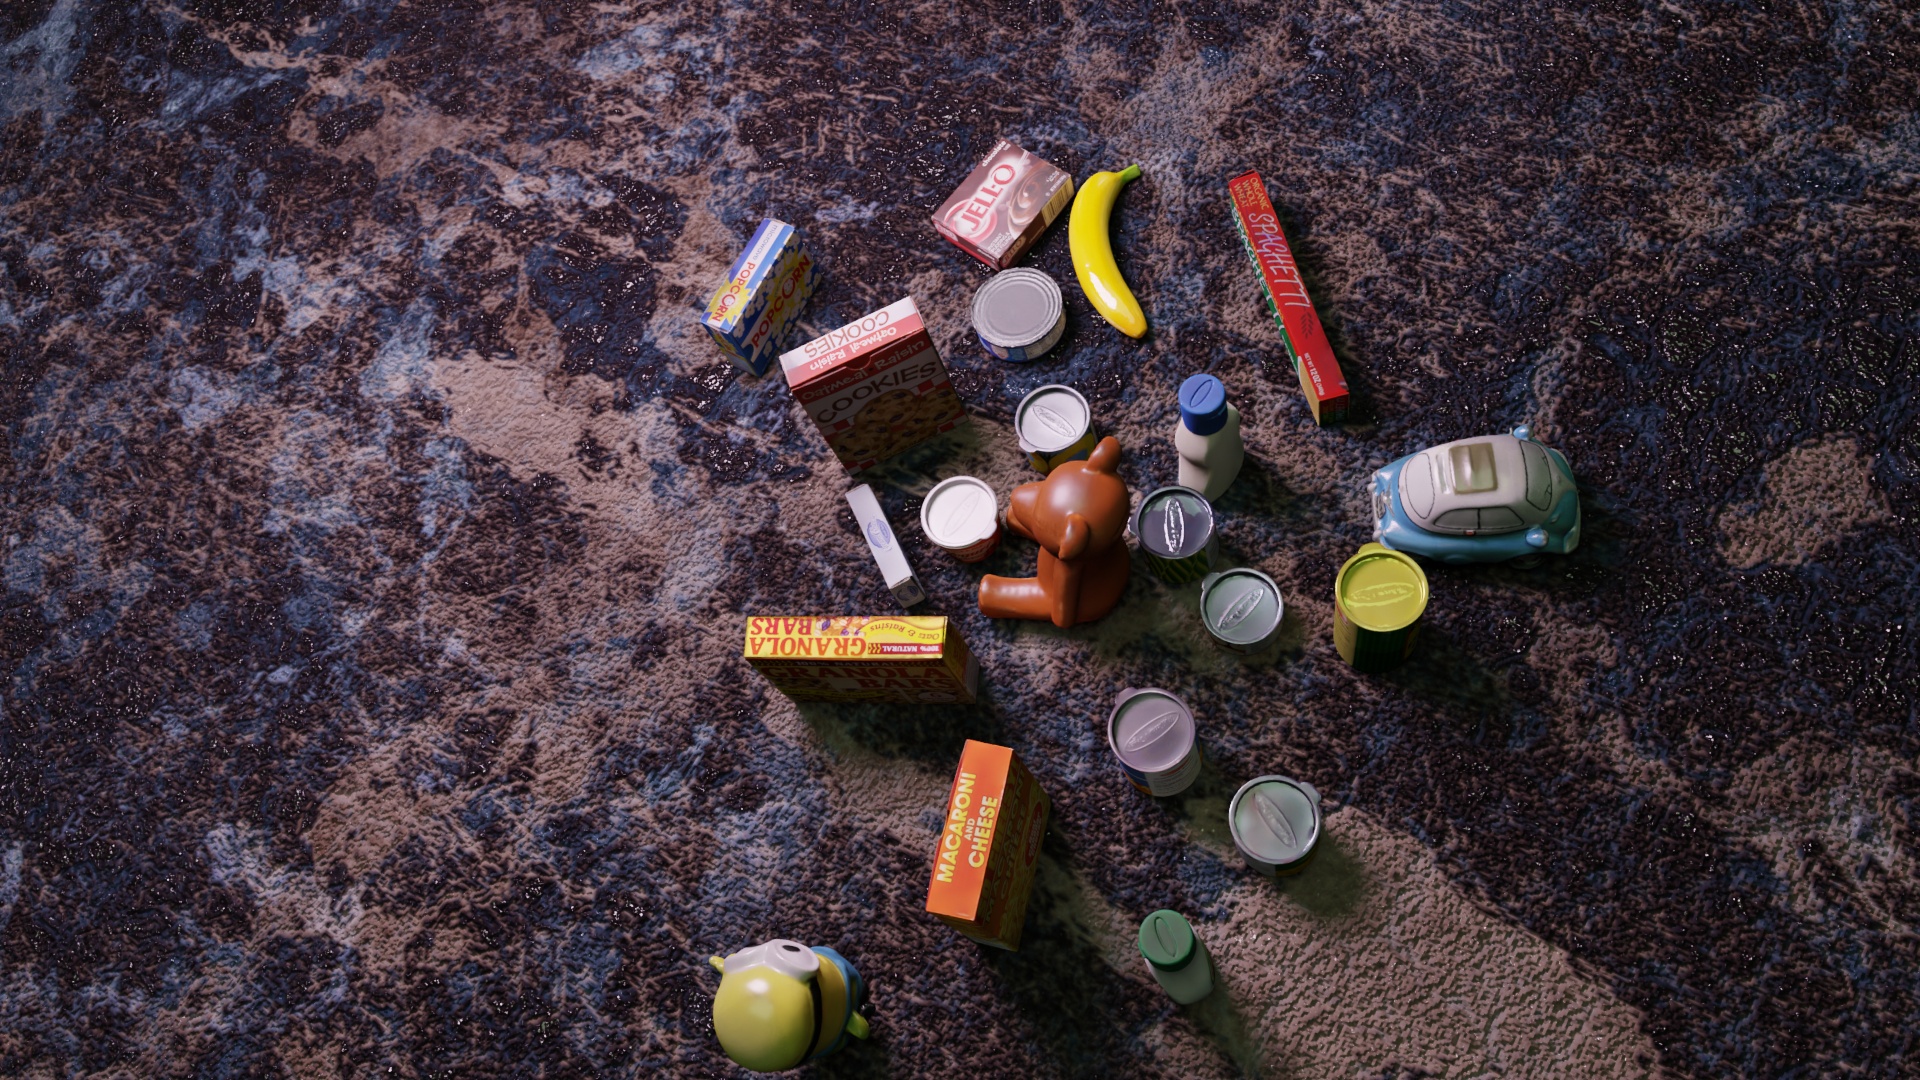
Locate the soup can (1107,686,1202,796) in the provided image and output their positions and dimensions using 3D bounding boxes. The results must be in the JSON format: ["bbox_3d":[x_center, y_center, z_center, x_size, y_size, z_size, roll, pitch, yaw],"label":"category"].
[{"bbox_3d":[0.151,0.156,1.080,0.071,0.083,0.071,-5,66,12],"label":"soup can"}]

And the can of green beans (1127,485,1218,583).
[{"bbox_3d":[0.181,-0.004,1.159,0.071,0.057,0.071,-5,66,12],"label":"can of green beans"}]

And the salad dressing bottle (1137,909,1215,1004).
[{"bbox_3d":[0.152,0.291,0.983,0.044,0.147,0.064,-25,63,2],"label":"salad dressing bottle"}]

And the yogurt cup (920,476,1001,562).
[{"bbox_3d":[0.004,-0.015,1.209,0.072,0.053,0.072,-5,66,12],"label":"yogurt cup"}]

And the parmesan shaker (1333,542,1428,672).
[{"bbox_3d":[0.322,0.054,1.073,0.071,0.102,0.071,-5,66,12],"label":"parmesan shaker"}]

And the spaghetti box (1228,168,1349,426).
[{"bbox_3d":[0.289,-0.218,1.232,0.029,0.050,0.251,-17,64,6],"label":"spaghetti box"}]

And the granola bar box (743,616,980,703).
[{"bbox_3d":[-0.078,0.100,1.138,0.165,0.124,0.039,-1,67,13],"label":"granola bar box"}]

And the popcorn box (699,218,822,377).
[{"bbox_3d":[-0.190,-0.233,1.336,0.038,0.085,0.127,23,74,22],"label":"popcorn box"}]

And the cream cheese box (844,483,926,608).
[{"bbox_3d":[-0.065,0.005,1.217,0.024,0.053,0.104,-28,63,1],"label":"cream cheese box"}]

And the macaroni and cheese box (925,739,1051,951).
[{"bbox_3d":[0.023,0.230,1.031,0.040,0.166,0.124,8,69,17],"label":"macaroni and cheese box"}]

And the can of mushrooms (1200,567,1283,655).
[{"bbox_3d":[0.228,0.057,1.133,0.071,0.033,0.071,-5,66,12],"label":"can of mushrooms"}]

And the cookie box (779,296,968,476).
[{"bbox_3d":[-0.072,-0.131,1.215,0.123,0.167,0.040,-25,63,2],"label":"cookie box"}]

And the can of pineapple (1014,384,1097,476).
[{"bbox_3d":[0.084,-0.094,1.222,0.071,0.057,0.071,-5,66,12],"label":"can of pineapple"}]

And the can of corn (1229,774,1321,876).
[{"bbox_3d":[0.240,0.214,1.046,0.071,0.058,0.071,-5,66,12],"label":"can of corn"}]

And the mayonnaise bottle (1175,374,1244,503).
[{"bbox_3d":[0.203,-0.086,1.139,0.041,0.147,0.065,33,78,24],"label":"mayonnaise bottle"}]
